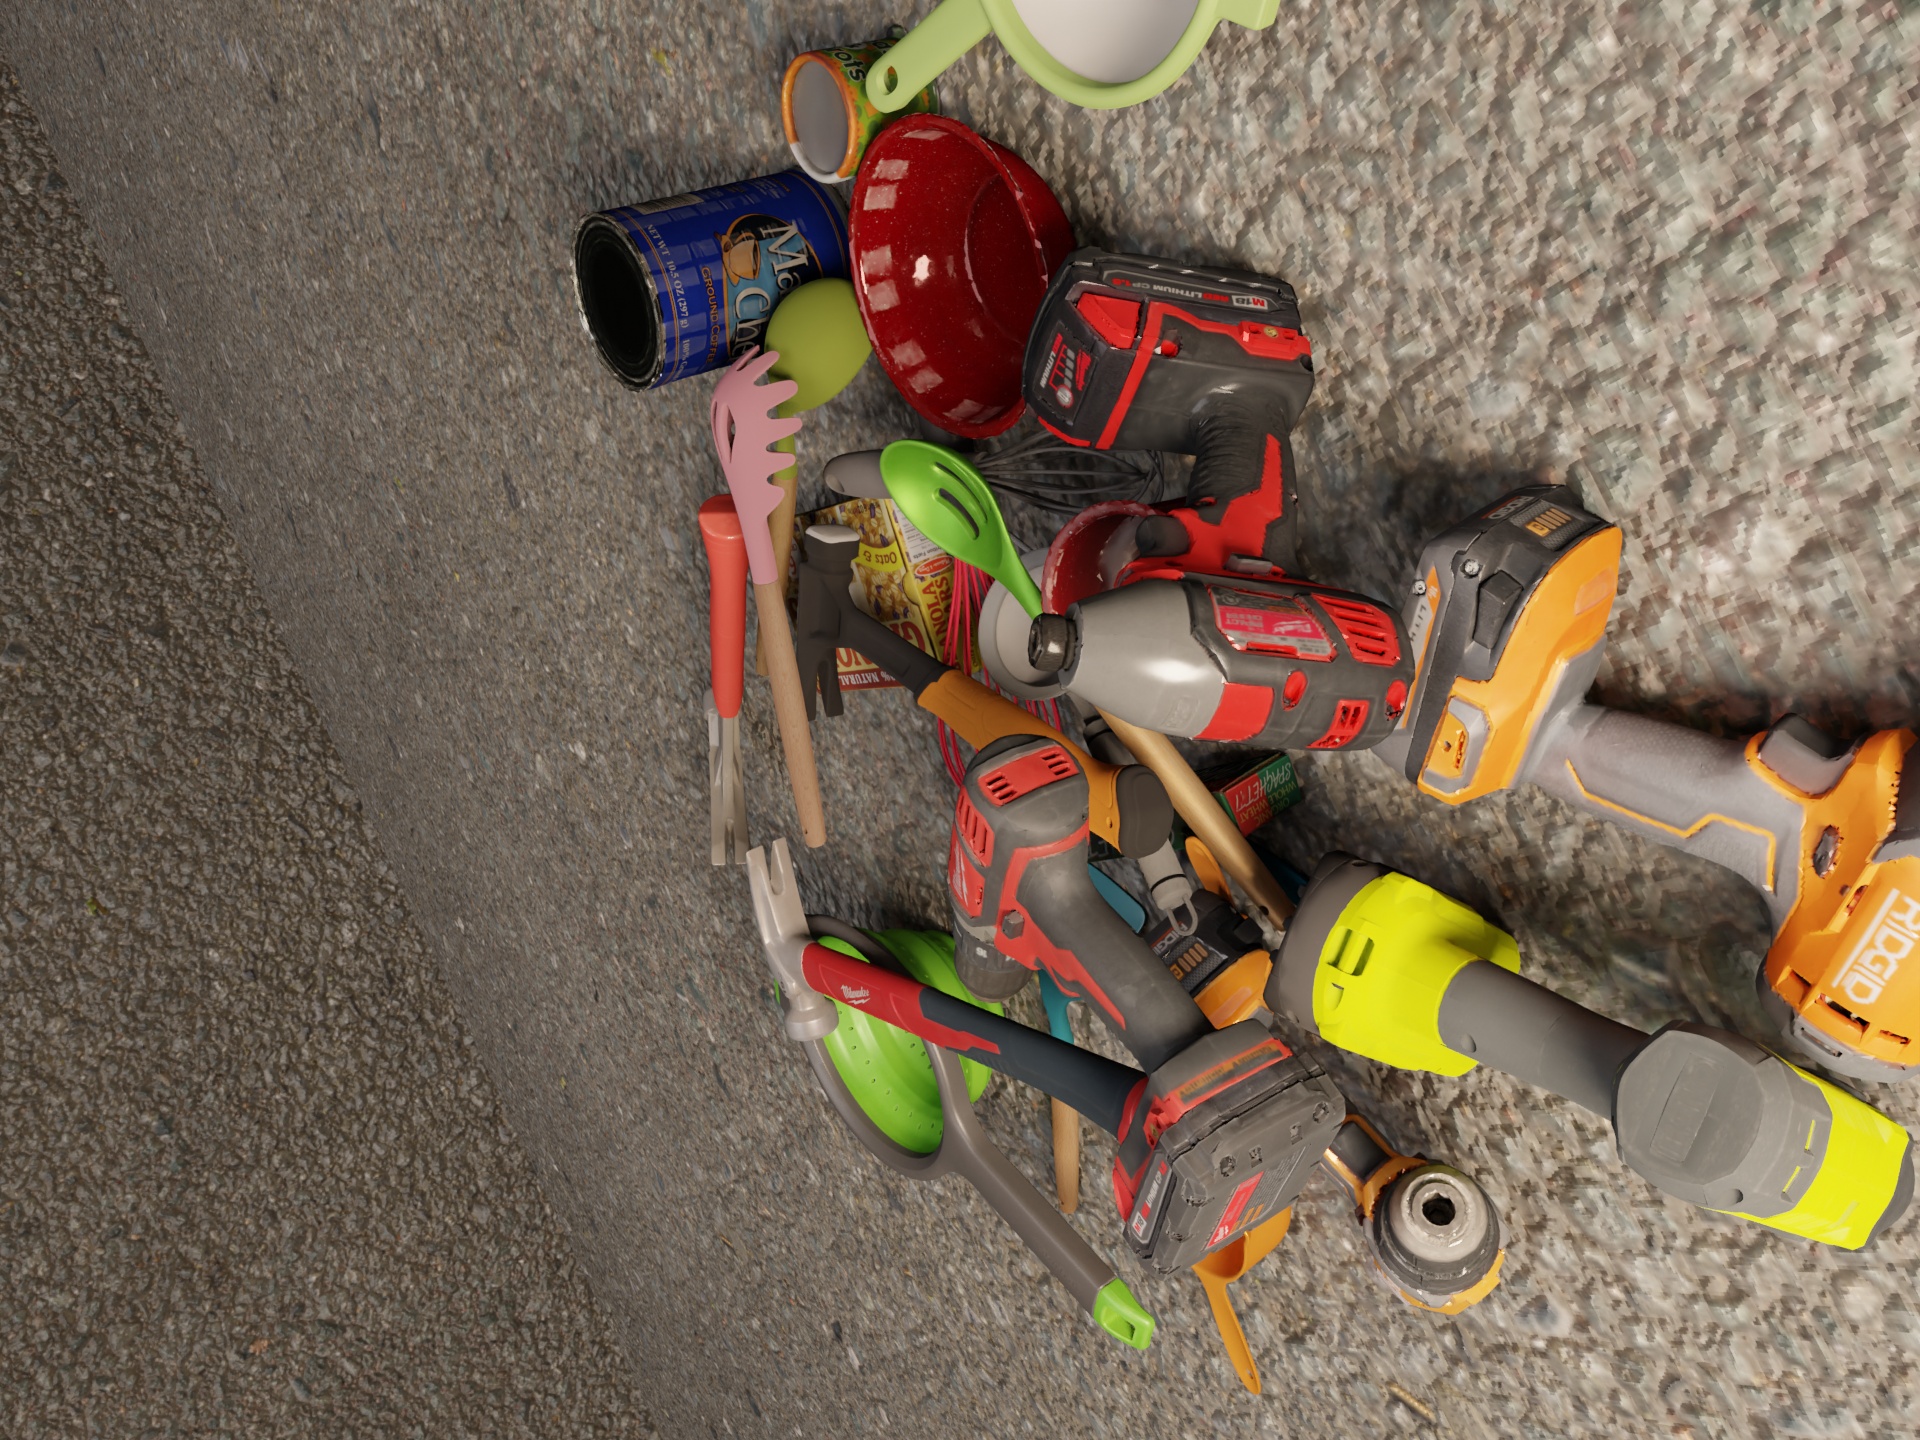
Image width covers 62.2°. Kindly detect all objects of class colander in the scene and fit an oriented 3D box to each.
[{"bbox_3d":[0.017,0.261,1.100,0.397,0.094,0.204,40,139,36],"label":"colander"}]

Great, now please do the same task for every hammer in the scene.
[{"bbox_3d":[-0.015,0.167,0.963,0.386,0.038,0.143,8,114,54],"label":"hammer"},{"bbox_3d":[-0.001,-0.003,0.873,0.337,0.034,0.127,34,126,50],"label":"hammer"},{"bbox_3d":[-0.163,-0.031,1.114,0.358,0.036,0.149,106,159,-61],"label":"hammer"}]

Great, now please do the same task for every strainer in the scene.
[{"bbox_3d":[0.044,-0.326,0.683,0.256,0.069,0.151,-9,106,58],"label":"strainer"},{"bbox_3d":[0.072,0.002,0.842,0.087,0.050,0.259,-37,55,24],"label":"strainer"}]

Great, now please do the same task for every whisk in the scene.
[{"bbox_3d":[0.010,-0.134,0.847,0.239,0.055,0.055,7,117,42],"label":"whisk"},{"bbox_3d":[0.006,-0.082,0.922,0.073,0.073,0.295,7,111,54],"label":"whisk"}]

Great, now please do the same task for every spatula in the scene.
[{"bbox_3d":[0.078,0.226,1.061,0.082,0.044,0.317,36,143,39],"label":"spatula"}]

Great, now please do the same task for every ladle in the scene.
[{"bbox_3d":[-0.099,-0.135,0.991,0.320,0.062,0.078,105,161,-50],"label":"ladle"}]

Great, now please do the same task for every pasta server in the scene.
[{"bbox_3d":[-0.104,-0.061,0.942,0.060,0.040,0.316,31,137,48],"label":"pasta server"}]

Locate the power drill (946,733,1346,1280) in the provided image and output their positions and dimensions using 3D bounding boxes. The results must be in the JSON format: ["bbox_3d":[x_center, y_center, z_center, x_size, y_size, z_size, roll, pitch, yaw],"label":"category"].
[{"bbox_3d":[0.063,0.137,0.740,0.227,0.080,0.187,54,154,31],"label":"power drill"}]

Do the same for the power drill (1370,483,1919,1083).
[{"bbox_3d":[0.269,0.005,0.567,0.227,0.084,0.164,37,139,31],"label":"power drill"}]

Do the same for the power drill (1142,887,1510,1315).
[{"bbox_3d":[0.173,0.189,0.779,0.226,0.084,0.185,47,175,27],"label":"power drill"}]

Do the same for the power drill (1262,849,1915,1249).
[{"bbox_3d":[0.248,0.134,0.632,0.223,0.171,0.080,23,89,52],"label":"power drill"}]

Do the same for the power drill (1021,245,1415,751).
[{"bbox_3d":[0.089,-0.087,0.639,0.078,0.143,0.220,112,158,-51],"label":"power drill"}]

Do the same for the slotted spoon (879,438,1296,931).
[{"bbox_3d":[0.065,-0.023,0.795,0.314,0.031,0.070,52,152,11],"label":"slotted spoon"}]

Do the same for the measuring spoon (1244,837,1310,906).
[{"bbox_3d":[0.178,0.098,0.818,0.129,0.021,0.042,37,139,36],"label":"measuring spoon"}]

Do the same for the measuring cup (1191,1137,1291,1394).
[{"bbox_3d":[0.169,0.322,0.962,0.095,0.052,0.173,1,113,56],"label":"measuring cup"}]

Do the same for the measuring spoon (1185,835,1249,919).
[{"bbox_3d":[0.138,0.087,0.835,0.021,0.011,0.116,33,165,36],"label":"measuring spoon"}]
